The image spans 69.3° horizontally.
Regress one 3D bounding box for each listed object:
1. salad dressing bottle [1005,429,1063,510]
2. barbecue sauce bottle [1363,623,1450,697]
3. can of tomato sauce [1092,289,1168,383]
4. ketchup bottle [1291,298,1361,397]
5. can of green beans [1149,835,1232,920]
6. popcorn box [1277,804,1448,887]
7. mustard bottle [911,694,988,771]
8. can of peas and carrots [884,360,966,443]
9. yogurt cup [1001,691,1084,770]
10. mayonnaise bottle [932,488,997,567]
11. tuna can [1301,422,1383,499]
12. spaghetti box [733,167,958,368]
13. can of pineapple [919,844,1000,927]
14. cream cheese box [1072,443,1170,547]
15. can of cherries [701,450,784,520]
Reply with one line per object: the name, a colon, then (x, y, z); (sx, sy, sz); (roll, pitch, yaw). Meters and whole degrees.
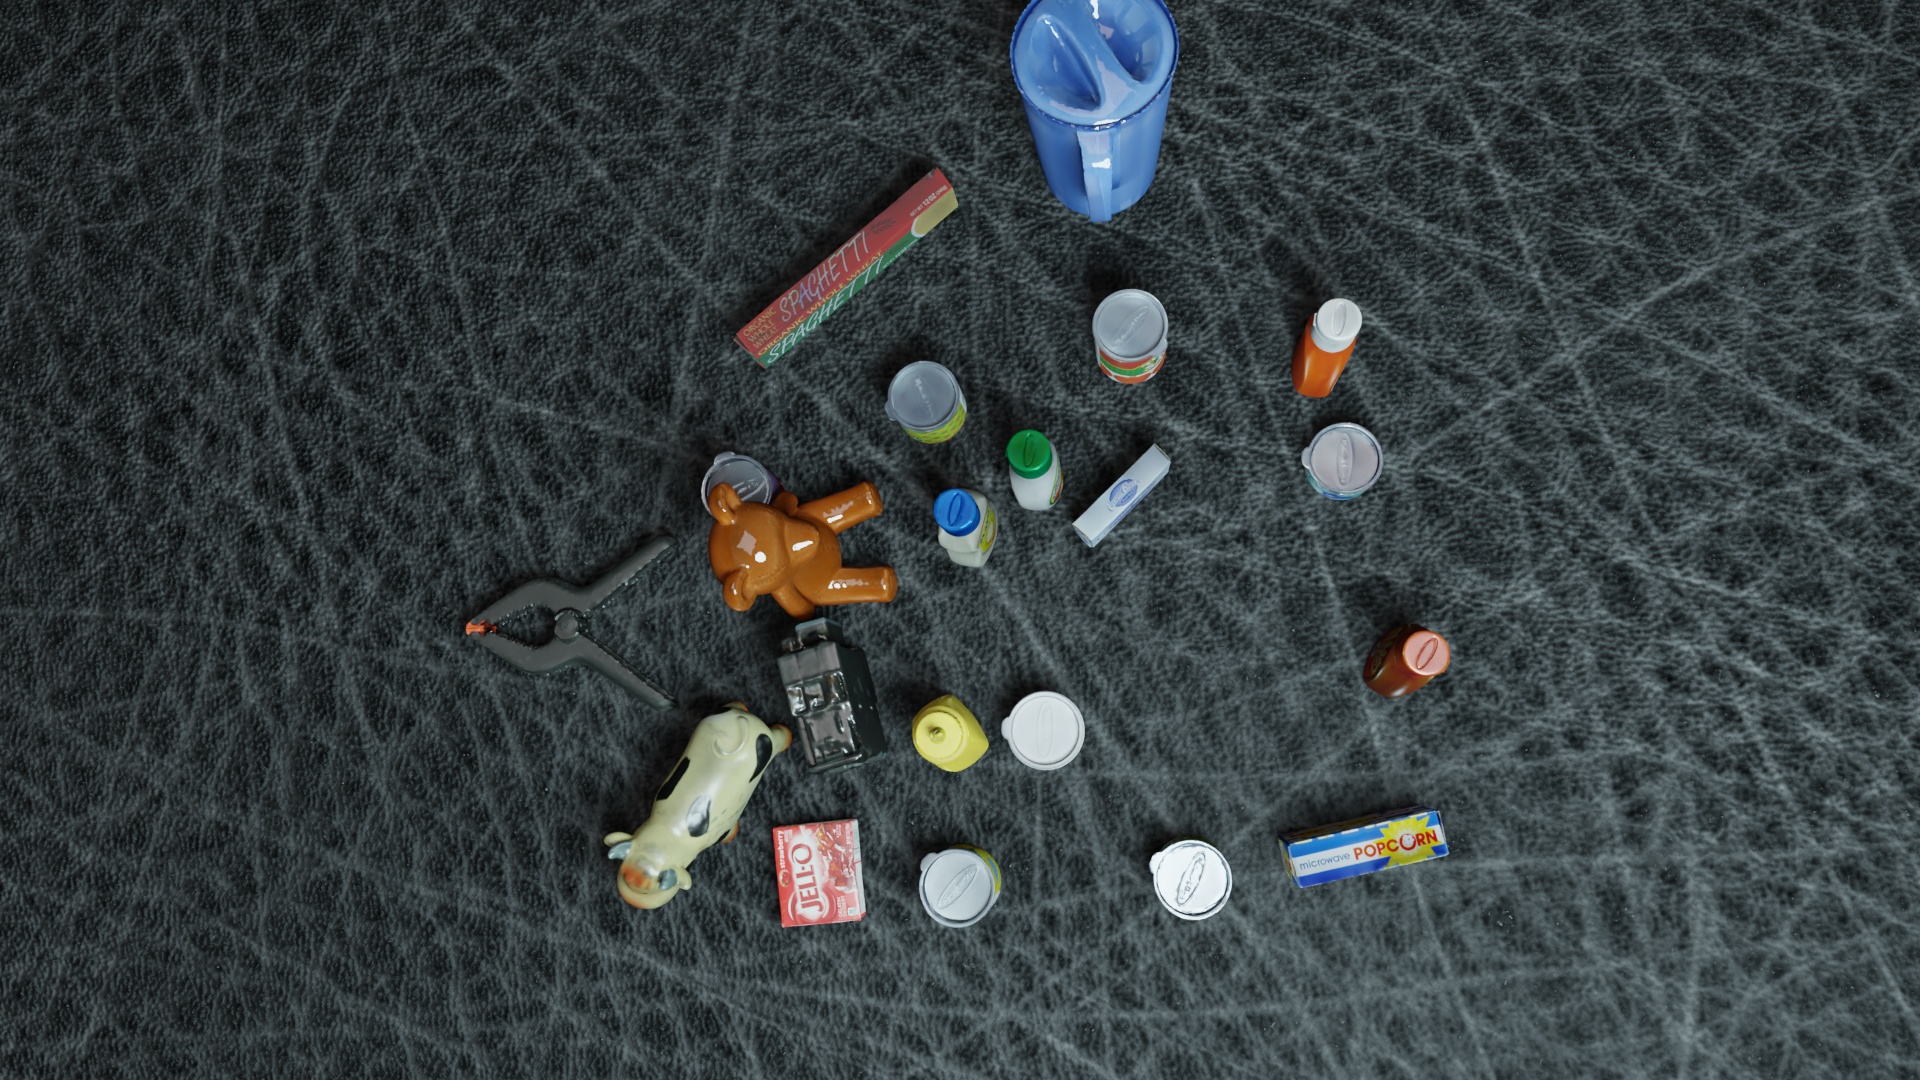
salad dressing bottle: (0.065, -0.064, 1.219); (0.044, 0.147, 0.064); (6, 83, 8)
barbecue sauce bottle: (0.374, 0.098, 1.156); (0.044, 0.148, 0.065); (32, 87, 10)
can of tomato sauce: (0.156, -0.182, 1.258); (0.071, 0.083, 0.071); (-1, 82, 7)
ketchup bottle: (0.317, -0.170, 1.203); (0.043, 0.148, 0.065); (8, 83, 8)
can of green beans: (0.199, 0.289, 1.195); (0.071, 0.058, 0.071); (-1, 82, 7)
popcorn box: (0.336, 0.256, 1.170); (0.127, 0.085, 0.038); (-14, 81, 5)
mustard bottle: (-0.013, 0.165, 1.188); (0.049, 0.160, 0.065); (-38, 79, 1)
can of peas and carrots: (-0.032, -0.126, 1.285); (0.071, 0.058, 0.071); (-1, 82, 7)
yogurt cup: (0.077, 0.168, 1.230); (0.072, 0.054, 0.072); (-1, 82, 7)
mayonnaise bottle: (0.004, -0.015, 1.219); (0.041, 0.148, 0.065); (13, 84, 9)
tuna can: (0.340, -0.071, 1.244); (0.071, 0.033, 0.071); (-1, 82, 7)
spaghetti box: (-0.107, -0.256, 1.318); (0.250, 0.050, 0.029); (-40, 79, 0)
can of pineapple: (0.000, 0.300, 1.218); (0.071, 0.058, 0.071); (-1, 82, 7)
cream cheese box: (0.146, -0.039, 1.253); (0.104, 0.053, 0.024); (-45, 79, -1)
can of cherries: (-0.201, -0.045, 1.294); (0.071, 0.058, 0.071); (-1, 82, 7)
